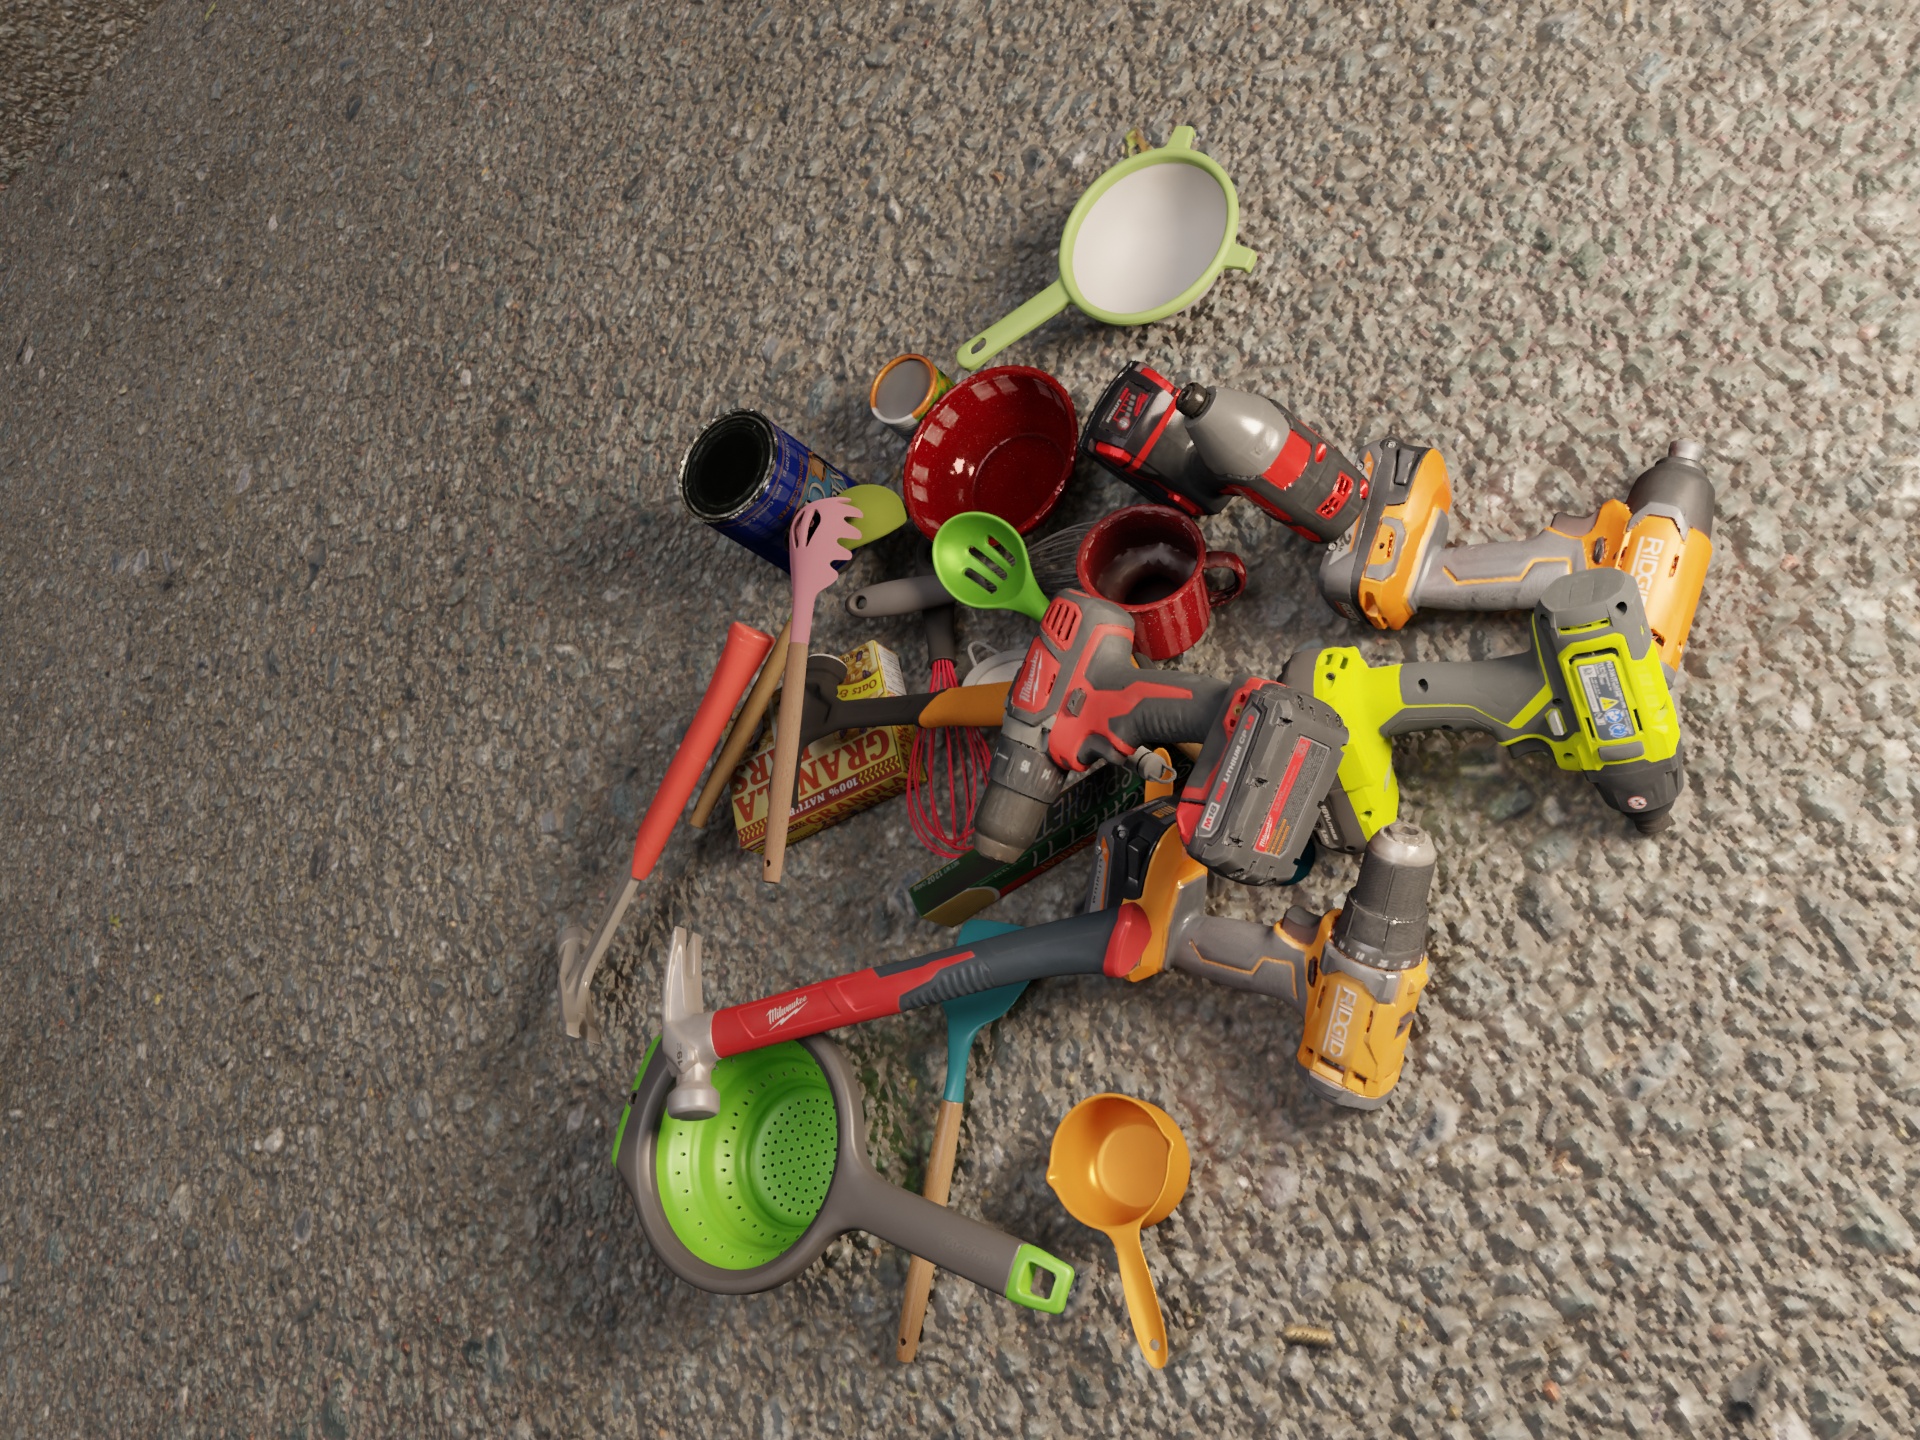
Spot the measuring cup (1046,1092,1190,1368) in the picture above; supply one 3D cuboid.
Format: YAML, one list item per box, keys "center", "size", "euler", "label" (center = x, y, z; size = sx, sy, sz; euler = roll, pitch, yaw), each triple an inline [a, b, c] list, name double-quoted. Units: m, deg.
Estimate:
- center: [0.118, 0.335, 1.050]
  size: [0.095, 0.052, 0.174]
  euler: [-24, 64, 24]
  label: "measuring cup"

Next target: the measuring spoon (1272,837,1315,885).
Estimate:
- center: [0.184, 0.084, 1.113]
  size: [0.129, 0.021, 0.042]
  euler: [11, 79, 33]
  label: "measuring spoon"

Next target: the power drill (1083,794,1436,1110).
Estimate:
- center: [0.194, 0.122, 1.023]
  size: [0.226, 0.084, 0.185]
  euler: [25, 119, 35]
  label: "power drill"

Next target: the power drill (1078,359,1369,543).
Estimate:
- center: [0.173, -0.189, 1.098]
  size: [0.078, 0.143, 0.220]
  euler: [-58, 22, 2]
  label: "power drill"

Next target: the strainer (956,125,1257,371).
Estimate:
- center: [0.115, -0.346, 1.280]
  size: [0.256, 0.069, 0.152]
  euler: [-30, 62, 21]
  label: "strainer"

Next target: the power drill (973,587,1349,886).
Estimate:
- center: [0.109, 0.031, 1.003]
  size: [0.227, 0.080, 0.188]
  euler: [25, 94, 43]
  label: "power drill"

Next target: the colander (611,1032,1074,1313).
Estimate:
- center: [-0.075, 0.336, 1.142]
  size: [0.397, 0.094, 0.204]
  euler: [12, 79, 35]
  label: "colander"

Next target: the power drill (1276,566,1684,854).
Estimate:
- center: [0.321, 0.009, 0.985]
  size: [0.223, 0.171, 0.080]
  euler: [-11, 27, 32]
  label: "power drill"

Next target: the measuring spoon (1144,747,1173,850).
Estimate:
- center: [0.141, 0.075, 1.121]
  size: [0.021, 0.011, 0.117]
  euler: [8, 107, 30]
  label: "measuring spoon"

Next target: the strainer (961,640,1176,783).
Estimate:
- center: [0.078, 0.000, 1.165]
  size: [0.087, 0.050, 0.259]
  euler: [-29, 31, -18]
  label: "strainer"

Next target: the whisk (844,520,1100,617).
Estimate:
- center: [0.019, -0.112, 1.246]
  size: [0.239, 0.055, 0.055]
  euler: [-10, 68, 17]
  label: "whisk"

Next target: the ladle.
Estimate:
- center: [-0.137, -0.051, 1.312]
  size: [0.320, 0.062, 0.078]
  euler: [-63, 24, 2]
  label: "ladle"

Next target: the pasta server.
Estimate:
- center: [-0.123, -0.030, 1.227]
  size: [0.060, 0.040, 0.316]
  euler: [-5, 72, 35]
  label: "pasta server"

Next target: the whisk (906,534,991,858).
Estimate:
- center: [-0.014, -0.027, 1.259]
  size: [0.073, 0.073, 0.296]
  euler: [-20, 58, 25]
  label: "whisk"

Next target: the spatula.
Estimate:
- center: [-0.003, 0.303, 1.157]
  size: [0.082, 0.044, 0.317]
  euler: [7, 82, 33]
  label: "spatula"

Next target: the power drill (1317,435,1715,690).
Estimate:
- center: [0.367, -0.119, 1.037]
  size: [0.227, 0.084, 0.164]
  euler: [16, 82, 31]
  label: "power drill"

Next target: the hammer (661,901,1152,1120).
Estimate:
- center: [-0.050, 0.172, 1.107]
  size: [0.386, 0.038, 0.143]
  euler: [-19, 61, 25]
  label: "hammer"

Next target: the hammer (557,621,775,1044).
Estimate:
- center: [-0.245, 0.085, 1.304]
  size: [0.359, 0.036, 0.149]
  euler: [-61, 26, 13]
  label: "hammer"

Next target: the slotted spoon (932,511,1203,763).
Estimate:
- center: [0.090, -0.050, 1.150]
  size: [0.314, 0.031, 0.070]
  euler: [44, 104, 30]
  label: "slotted spoon"

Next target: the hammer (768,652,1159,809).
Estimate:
- center: [-0.002, -0.004, 1.169]
  size: [0.337, 0.034, 0.127]
  euler: [-5, 59, 37]
  label: "hammer"
